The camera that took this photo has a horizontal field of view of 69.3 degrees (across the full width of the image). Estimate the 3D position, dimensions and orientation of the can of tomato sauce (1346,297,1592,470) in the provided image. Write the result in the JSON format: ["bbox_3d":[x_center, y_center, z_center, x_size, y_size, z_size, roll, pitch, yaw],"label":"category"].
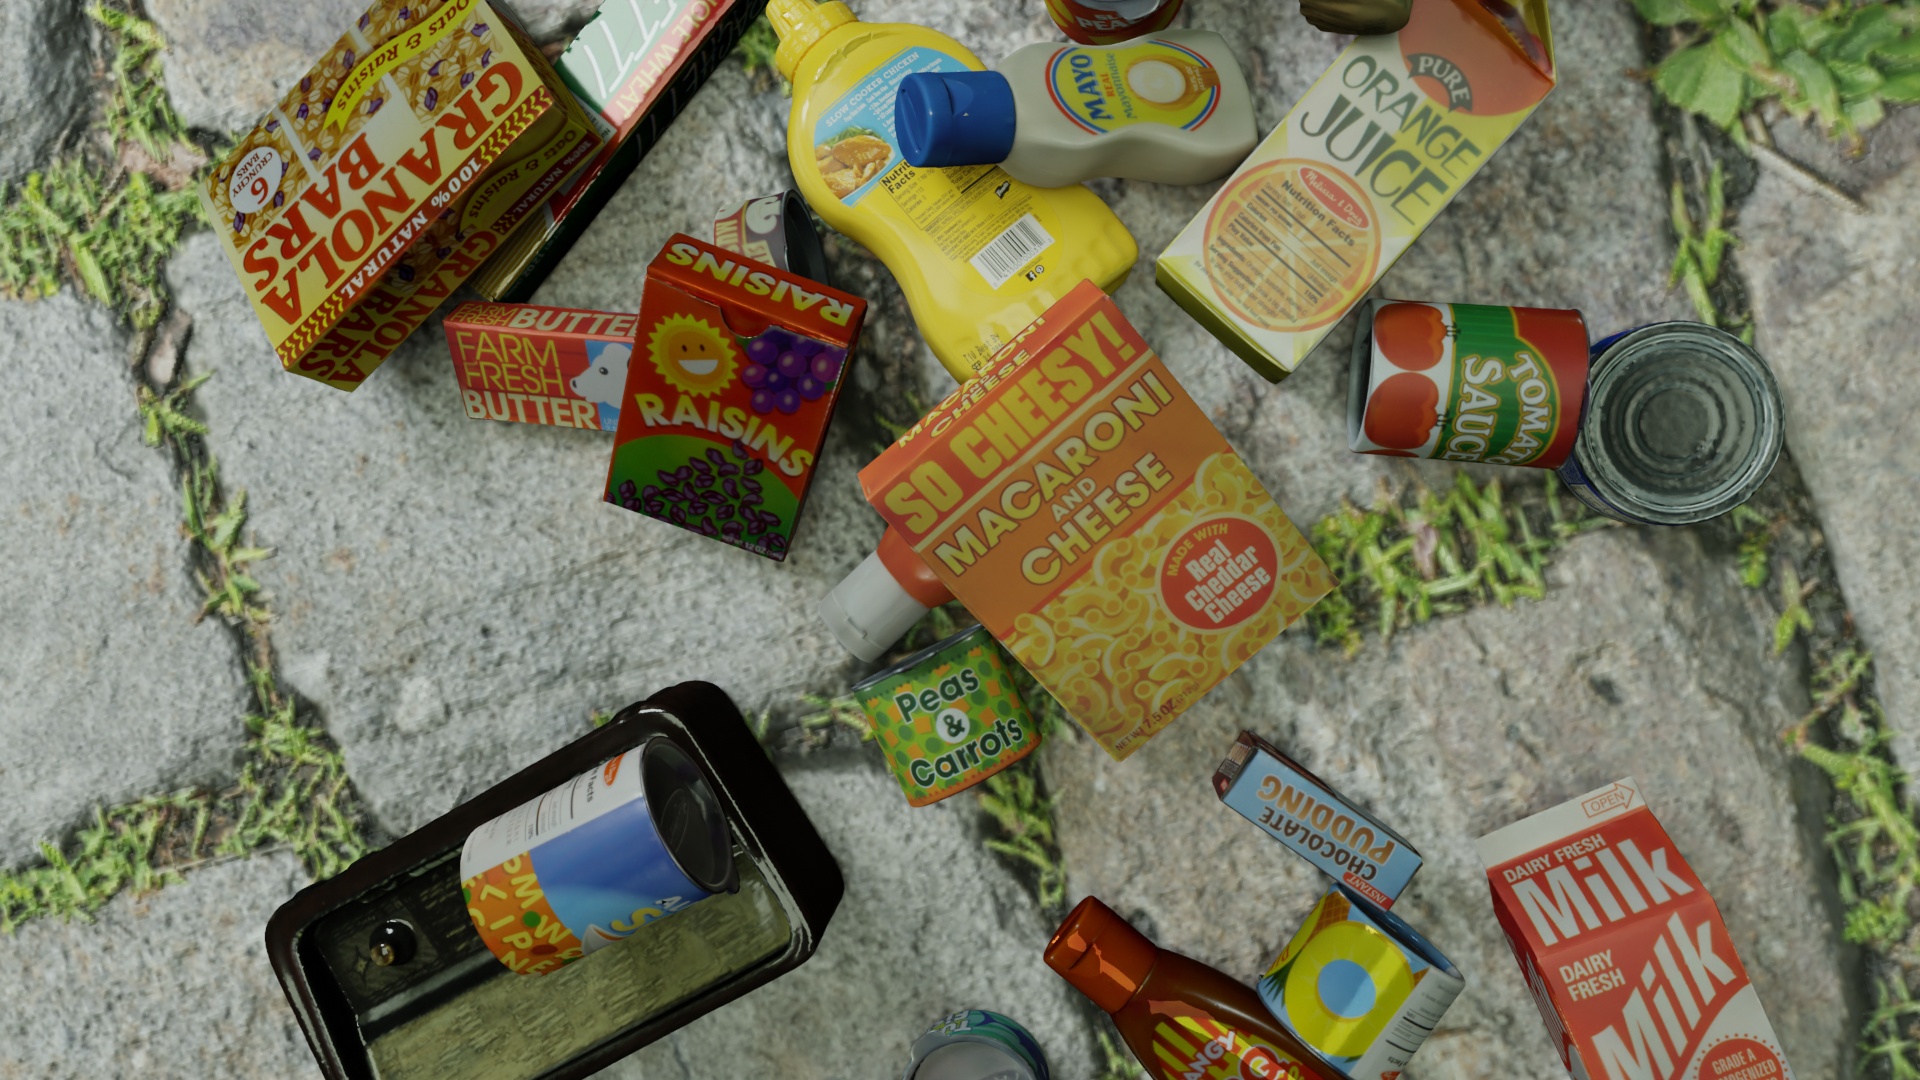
[{"bbox_3d":[0.206,-0.064,0.572,0.083,0.071,0.071,5,93,7],"label":"can of tomato sauce"}]

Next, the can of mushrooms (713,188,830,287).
[{"bbox_3d":[-0.081,-0.117,0.605,0.033,0.071,0.071,-11,91,9],"label":"can of mushrooms"}]

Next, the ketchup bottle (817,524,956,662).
[{"bbox_3d":[0.002,-0.008,0.611,0.148,0.043,0.064,-42,94,7],"label":"ketchup bottle"}]

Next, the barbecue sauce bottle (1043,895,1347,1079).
[{"bbox_3d":[0.105,0.215,0.605,0.148,0.044,0.064,38,102,5],"label":"barbecue sauce bottle"}]

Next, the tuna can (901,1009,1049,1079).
[{"bbox_3d":[0.005,0.246,0.623,0.071,0.033,0.071,0,92,7],"label":"tuna can"}]

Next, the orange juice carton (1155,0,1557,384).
[{"bbox_3d":[0.171,-0.160,0.572,0.073,0.072,0.192,42,96,4],"label":"orange juice carton"}]

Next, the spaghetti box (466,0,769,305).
[{"bbox_3d":[-0.147,-0.216,0.631,0.050,0.029,0.250,42,96,4],"label":"spaghetti box"}]

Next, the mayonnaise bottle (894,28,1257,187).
[{"bbox_3d":[0.048,-0.175,0.568,0.148,0.041,0.065,-11,76,-24],"label":"mayonnaise bottle"}]

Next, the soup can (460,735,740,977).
[{"bbox_3d":[-0.141,0.127,0.549,0.084,0.071,0.071,-27,88,7],"label":"soup can"}]

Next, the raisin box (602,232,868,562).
[{"bbox_3d":[-0.097,-0.057,0.587,0.086,0.040,0.122,20,129,-4],"label":"raisin box"}]

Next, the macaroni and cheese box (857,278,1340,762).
[{"bbox_3d":[0.058,-0.005,0.574,0.123,0.040,0.166,-41,112,6],"label":"macaroni and cheese box"}]

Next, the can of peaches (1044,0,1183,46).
[{"bbox_3d":[0.066,-0.247,0.590,0.071,0.058,0.071,0,92,6],"label":"can of peaches"}]

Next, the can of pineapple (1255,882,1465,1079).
[{"bbox_3d":[0.167,0.186,0.586,0.071,0.071,0.058,35,95,5],"label":"can of pineapple"}]

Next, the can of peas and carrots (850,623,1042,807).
[{"bbox_3d":[-0.005,0.075,0.601,0.071,0.071,0.058,-27,89,7],"label":"can of peas and carrots"}]

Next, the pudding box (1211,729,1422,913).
[{"bbox_3d":[0.150,0.118,0.594,0.084,0.049,0.030,35,94,4],"label":"pudding box"}]

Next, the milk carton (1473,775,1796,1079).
[{"bbox_3d":[0.282,0.196,0.568,0.072,0.073,0.190,-25,88,7],"label":"milk carton"}]

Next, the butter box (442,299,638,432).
[{"bbox_3d":[-0.178,-0.078,0.629,0.103,0.024,0.052,6,129,7],"label":"butter box"}]

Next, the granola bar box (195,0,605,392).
[{"bbox_3d":[-0.251,-0.166,0.617,0.165,0.039,0.124,-41,65,10],"label":"granola bar box"}]
